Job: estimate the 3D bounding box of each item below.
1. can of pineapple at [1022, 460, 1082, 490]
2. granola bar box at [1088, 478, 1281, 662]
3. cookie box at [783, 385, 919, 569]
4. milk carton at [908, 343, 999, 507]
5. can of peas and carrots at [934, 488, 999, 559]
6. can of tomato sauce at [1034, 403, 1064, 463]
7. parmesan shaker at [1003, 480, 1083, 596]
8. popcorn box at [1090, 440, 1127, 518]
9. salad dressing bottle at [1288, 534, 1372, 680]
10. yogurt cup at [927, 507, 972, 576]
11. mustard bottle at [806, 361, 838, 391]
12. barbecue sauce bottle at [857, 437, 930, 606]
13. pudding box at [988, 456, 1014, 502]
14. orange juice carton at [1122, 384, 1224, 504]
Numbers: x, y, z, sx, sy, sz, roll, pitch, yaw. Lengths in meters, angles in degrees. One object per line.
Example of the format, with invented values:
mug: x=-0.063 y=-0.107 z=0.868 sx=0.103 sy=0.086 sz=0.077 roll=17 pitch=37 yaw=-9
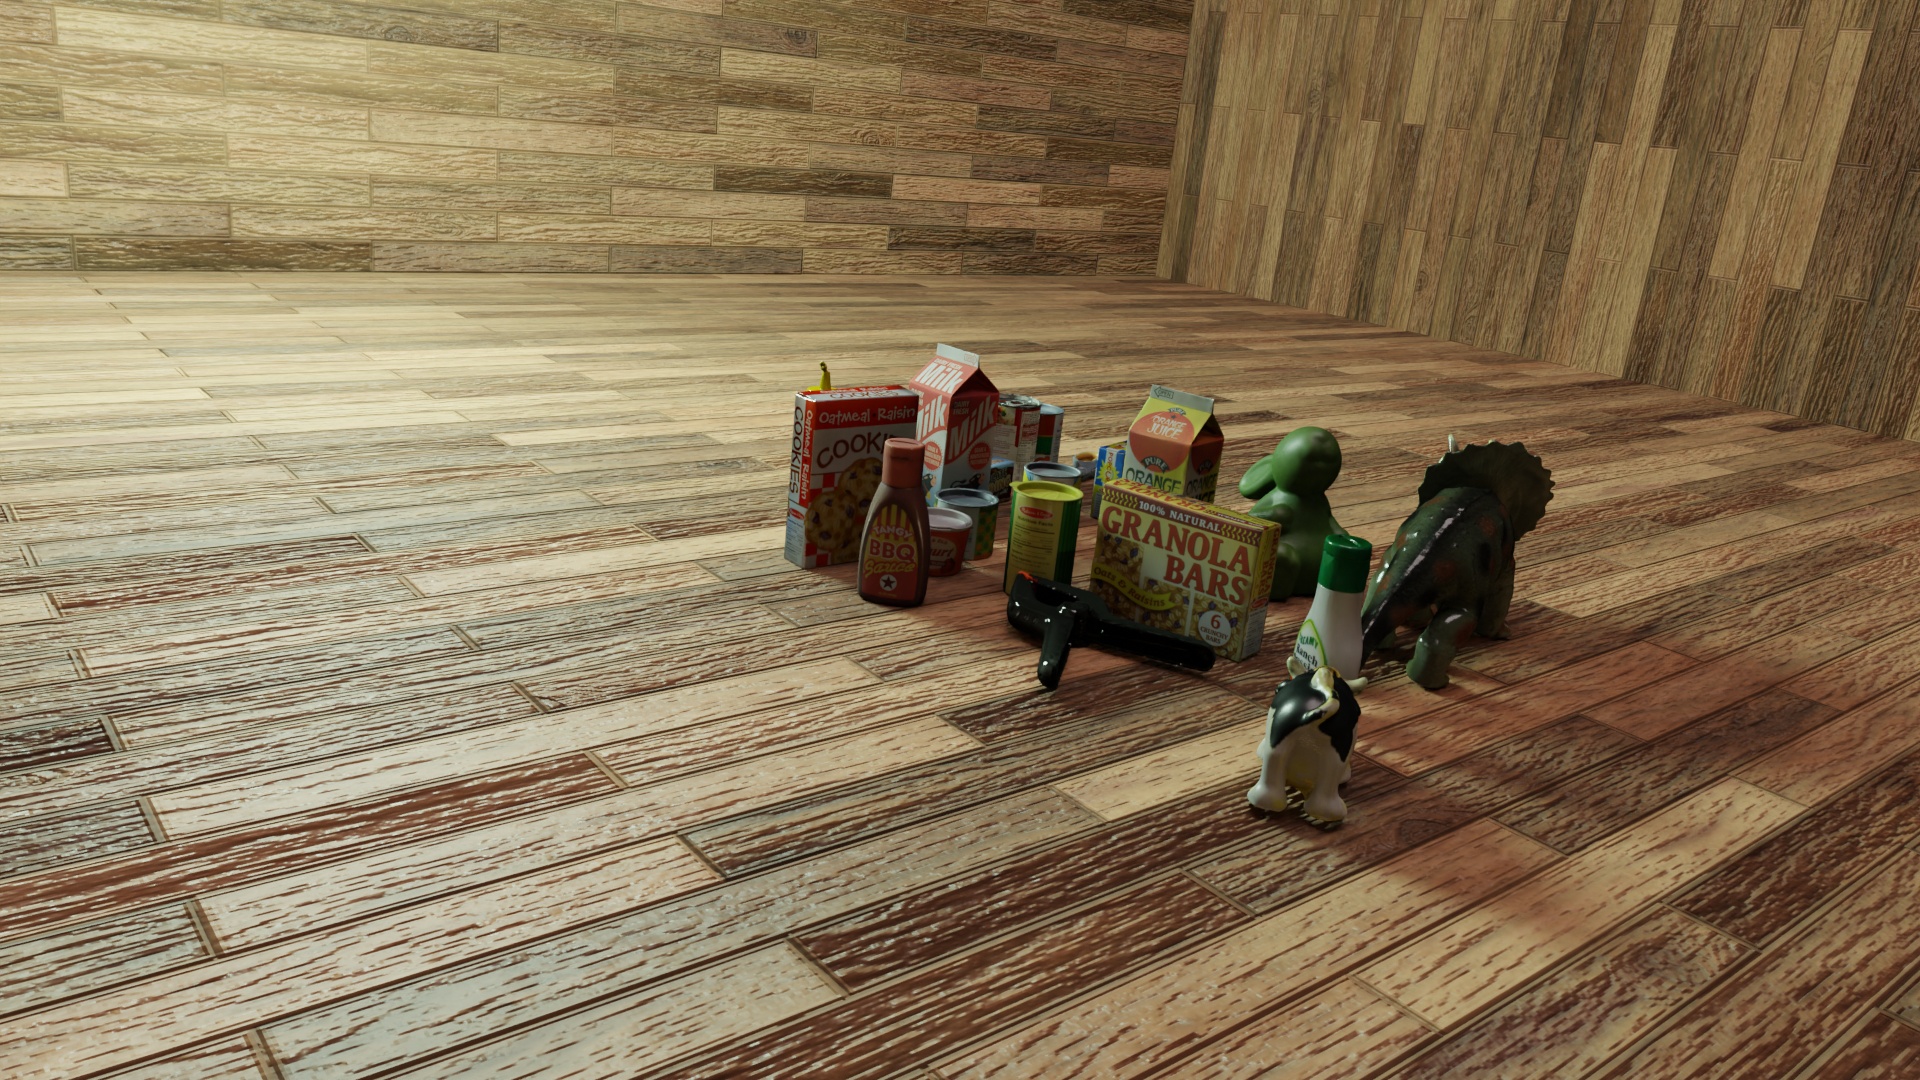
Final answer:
can of pineapple: x=0.102 y=-0.054 z=1.576 sx=0.071 sy=0.057 sz=0.071 roll=6 pitch=17 yaw=-2
granola bar box: x=0.197 y=0.024 z=1.252 sx=0.166 sy=0.123 sz=0.039 roll=19 pitch=21 yaw=36
cookie box: x=-0.107 y=-0.064 z=1.356 sx=0.123 sy=0.166 sz=0.040 roll=-8 pitch=22 yaw=-39
milk carton: x=-0.012 y=-0.114 z=1.508 sx=0.074 sy=0.189 sz=0.072 roll=-9 pitch=23 yaw=-41
can of peas and carrots: x=0.005 y=-0.018 z=1.428 sx=0.071 sy=0.058 sz=0.071 roll=6 pitch=17 yaw=-2
can of tomato sauce: x=0.093 y=-0.129 z=1.769 sx=0.071 sy=0.082 sz=0.071 roll=6 pitch=17 yaw=-2
parmesan shaker: x=0.075 y=0.001 z=1.320 sx=0.071 sy=0.102 sz=0.071 roll=6 pitch=17 yaw=-2
popcorn box: x=0.204 y=-0.074 z=1.627 sx=0.038 sy=0.085 sz=0.127 roll=18 pitch=21 yaw=33
salad dressing bottle: x=0.296 y=0.070 z=1.103 sx=0.044 sy=0.147 sz=0.064 roll=1 pitch=18 yaw=-15
yogurt cup: x=-0.025 y=0.002 z=1.364 sx=0.072 sy=0.053 sz=0.072 roll=6 pitch=17 yaw=-2
mustard bottle: x=-0.151 y=-0.116 z=1.516 sx=0.049 sy=0.159 sz=0.065 roll=1 pitch=18 yaw=-17
barbecue sauce bottle: x=-0.056 y=-0.017 z=1.256 sx=0.065 sy=0.148 sz=0.044 roll=9 pitch=17 yaw=9
pudding box: x=0.024 y=-0.066 z=1.602 sx=0.030 sy=0.049 sz=0.084 roll=20 pitch=22 yaw=37
orange juice carton: x=0.210 y=-0.056 z=1.396 sx=0.072 sy=0.192 sz=0.073 roll=18 pitch=21 yaw=34
